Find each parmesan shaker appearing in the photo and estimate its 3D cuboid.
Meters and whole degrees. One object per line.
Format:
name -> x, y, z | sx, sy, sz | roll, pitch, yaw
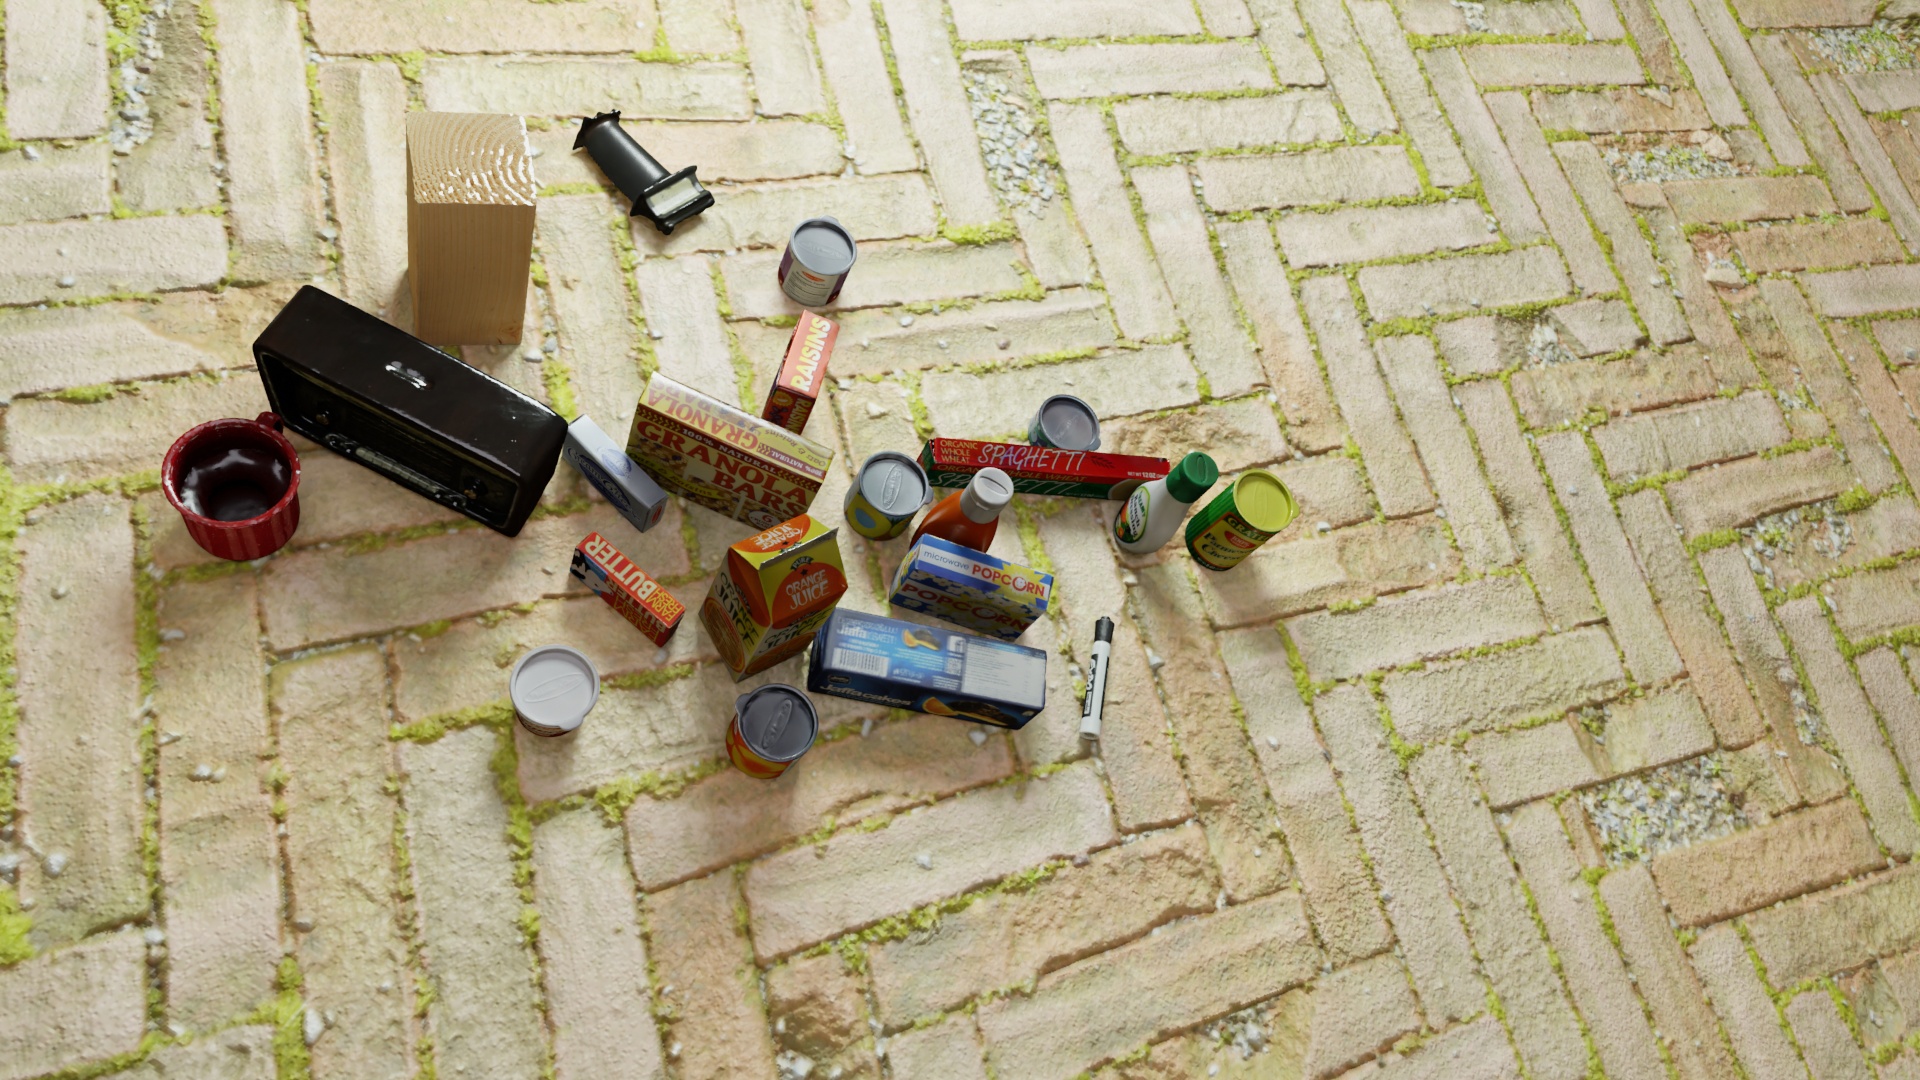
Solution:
parmesan shaker -> 0.275, -0.017, 1.363 | 0.071, 0.102, 0.071 | 8, 63, -17

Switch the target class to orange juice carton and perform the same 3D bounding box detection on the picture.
orange juice carton -> -0.150, 0.042, 1.121 | 0.072, 0.191, 0.073 | -25, 76, -28

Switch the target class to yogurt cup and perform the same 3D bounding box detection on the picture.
yogurt cup -> -0.322, 0.122, 1.098 | 0.072, 0.053, 0.072 | 8, 63, -17

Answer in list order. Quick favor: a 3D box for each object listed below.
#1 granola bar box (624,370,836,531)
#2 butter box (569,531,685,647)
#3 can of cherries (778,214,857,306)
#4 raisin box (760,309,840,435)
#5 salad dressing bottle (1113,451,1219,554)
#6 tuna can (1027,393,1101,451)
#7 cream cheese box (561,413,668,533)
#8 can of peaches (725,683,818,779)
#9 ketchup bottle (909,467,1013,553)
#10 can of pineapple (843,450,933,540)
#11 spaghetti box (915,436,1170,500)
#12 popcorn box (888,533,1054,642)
granola bar box -> -0.203, -0.068, 1.194 | 0.165, 0.123, 0.039 | 24, 60, -9
butter box -> -0.277, 0.041, 1.155 | 0.103, 0.053, 0.024 | 40, 59, 1
can of cherries -> -0.139, -0.273, 1.356 | 0.071, 0.058, 0.072 | 8, 63, -17
raisin box -> -0.150, -0.136, 1.248 | 0.040, 0.123, 0.086 | 21, 60, -11
salad dressing bottle -> 0.194, -0.036, 1.315 | 0.044, 0.147, 0.064 | 9, 63, -17
tuna can -> 0.105, -0.108, 1.383 | 0.071, 0.032, 0.071 | 8, 63, -17
cream cheese box -> -0.298, -0.057, 1.194 | 0.104, 0.053, 0.024 | 44, 59, 3
can of peaches -> -0.158, 0.156, 1.141 | 0.071, 0.057, 0.071 | 8, 63, -17
ketchup bottle -> 0.004, -0.015, 1.233 | 0.065, 0.148, 0.044 | 30, 59, -5
can of pineapple -> -0.067, -0.039, 1.270 | 0.071, 0.057, 0.071 | 8, 63, -17
spaghetti box -> 0.082, -0.067, 1.345 | 0.250, 0.050, 0.029 | 4, 65, -19
popcorn box -> 0.008, 0.043, 1.243 | 0.127, 0.085, 0.038 | 18, 61, -12
